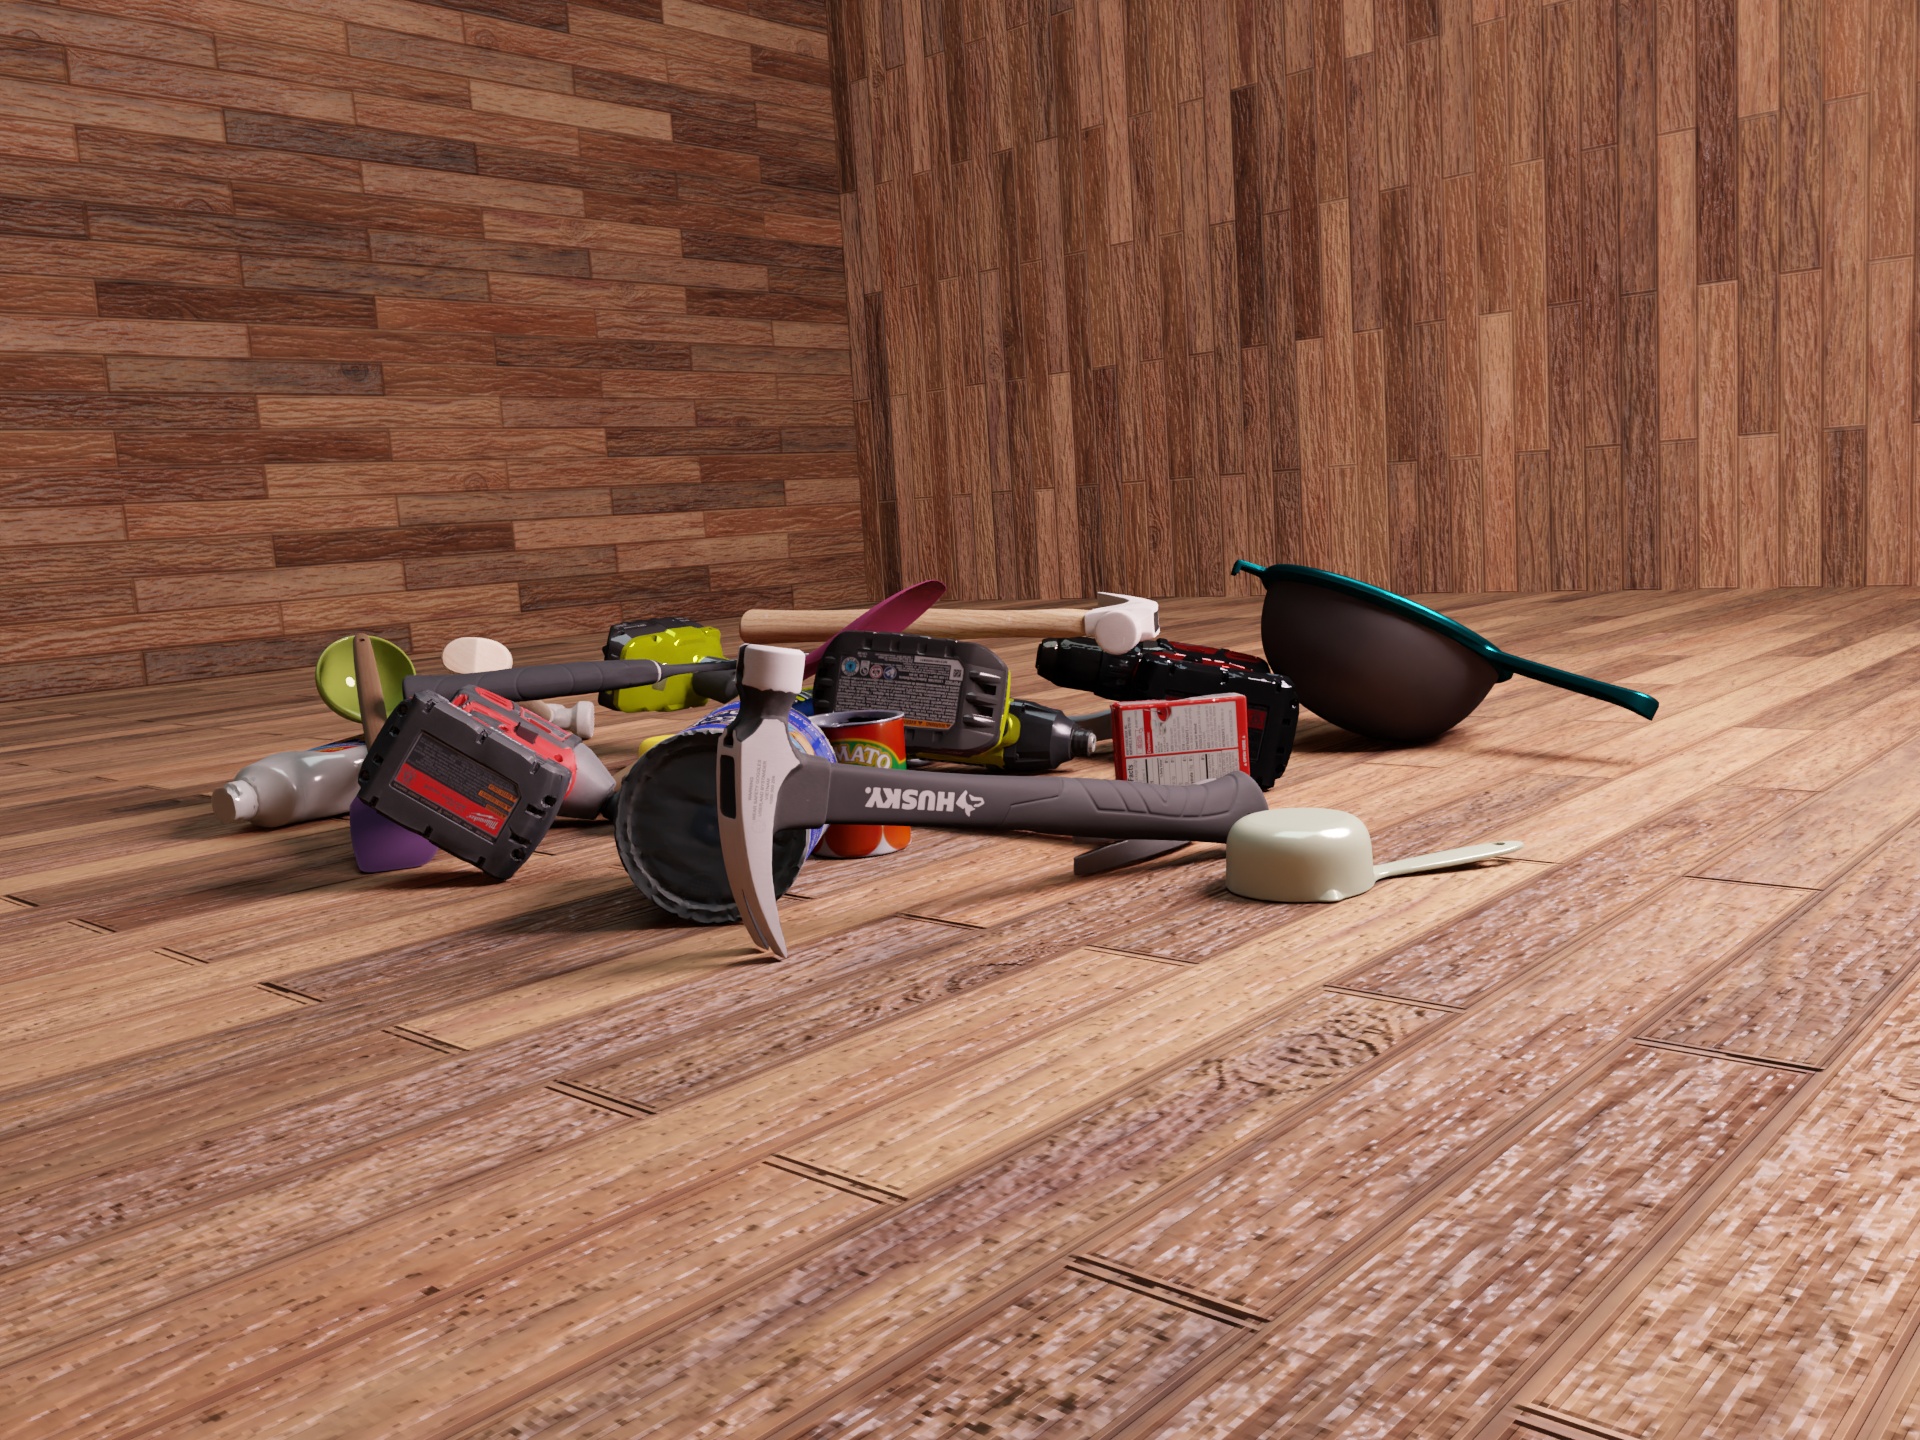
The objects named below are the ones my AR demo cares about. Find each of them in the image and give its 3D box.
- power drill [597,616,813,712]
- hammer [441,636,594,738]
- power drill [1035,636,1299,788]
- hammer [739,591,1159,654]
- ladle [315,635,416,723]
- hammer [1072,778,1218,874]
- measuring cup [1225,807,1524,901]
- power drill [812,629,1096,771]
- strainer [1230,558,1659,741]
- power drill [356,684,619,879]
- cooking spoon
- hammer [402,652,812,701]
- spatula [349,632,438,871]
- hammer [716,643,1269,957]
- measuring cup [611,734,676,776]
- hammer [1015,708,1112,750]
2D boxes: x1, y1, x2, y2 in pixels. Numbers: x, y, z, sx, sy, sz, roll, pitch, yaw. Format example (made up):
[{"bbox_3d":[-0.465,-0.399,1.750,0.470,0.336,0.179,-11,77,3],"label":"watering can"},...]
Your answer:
[{"bbox_3d":[-0.203,-0.019,1.386,0.229,0.080,0.190,20,17,26],"label":"power drill"},{"bbox_3d":[-0.423,-0.025,1.435,0.146,0.038,0.410,1,-7,-7],"label":"hammer"},{"bbox_3d":[0.152,-0.022,1.199,0.188,0.080,0.227,9,11,-1],"label":"power drill"},{"bbox_3d":[-0.012,-0.073,1.208,0.331,0.031,0.130,1,11,20],"label":"hammer"},{"bbox_3d":[-0.409,0.012,1.196,0.078,0.062,0.320,-10,26,-35],"label":"ladle"},{"bbox_3d":[-0.006,0.053,1.047,0.359,0.036,0.149,4,11,44],"label":"hammer"},{"bbox_3d":[0.220,0.062,0.838,0.167,0.038,0.083,-7,8,-11],"label":"measuring cup"},{"bbox_3d":[-0.002,-0.004,1.172,0.171,0.080,0.223,6,-7,18],"label":"power drill"},{"bbox_3d":[0.362,-0.023,1.225,0.210,0.095,0.341,26,-1,-42],"label":"strainer"},{"bbox_3d":[-0.301,0.035,1.061,0.143,0.078,0.220,30,2,-4],"label":"power drill"},{"bbox_3d":[-0.148,-0.017,1.155,0.319,0.017,0.068,-32,-14,9],"label":"cooking spoon"},{"bbox_3d":[-0.226,-0.038,1.251,0.408,0.036,0.149,-7,10,-26],"label":"hammer"},{"bbox_3d":[-0.418,0.016,1.147,0.059,0.018,0.316,-7,33,-22],"label":"spatula"},{"bbox_3d":[0.030,0.049,0.833,0.334,0.146,0.035,5,2,-32],"label":"hammer"},{"bbox_3d":[-0.270,0.033,1.341,0.062,0.029,0.156,-1,5,21],"label":"measuring cup"},{"bbox_3d":[0.038,-0.009,1.488,0.144,0.035,0.406,-9,8,-18],"label":"hammer"}]
